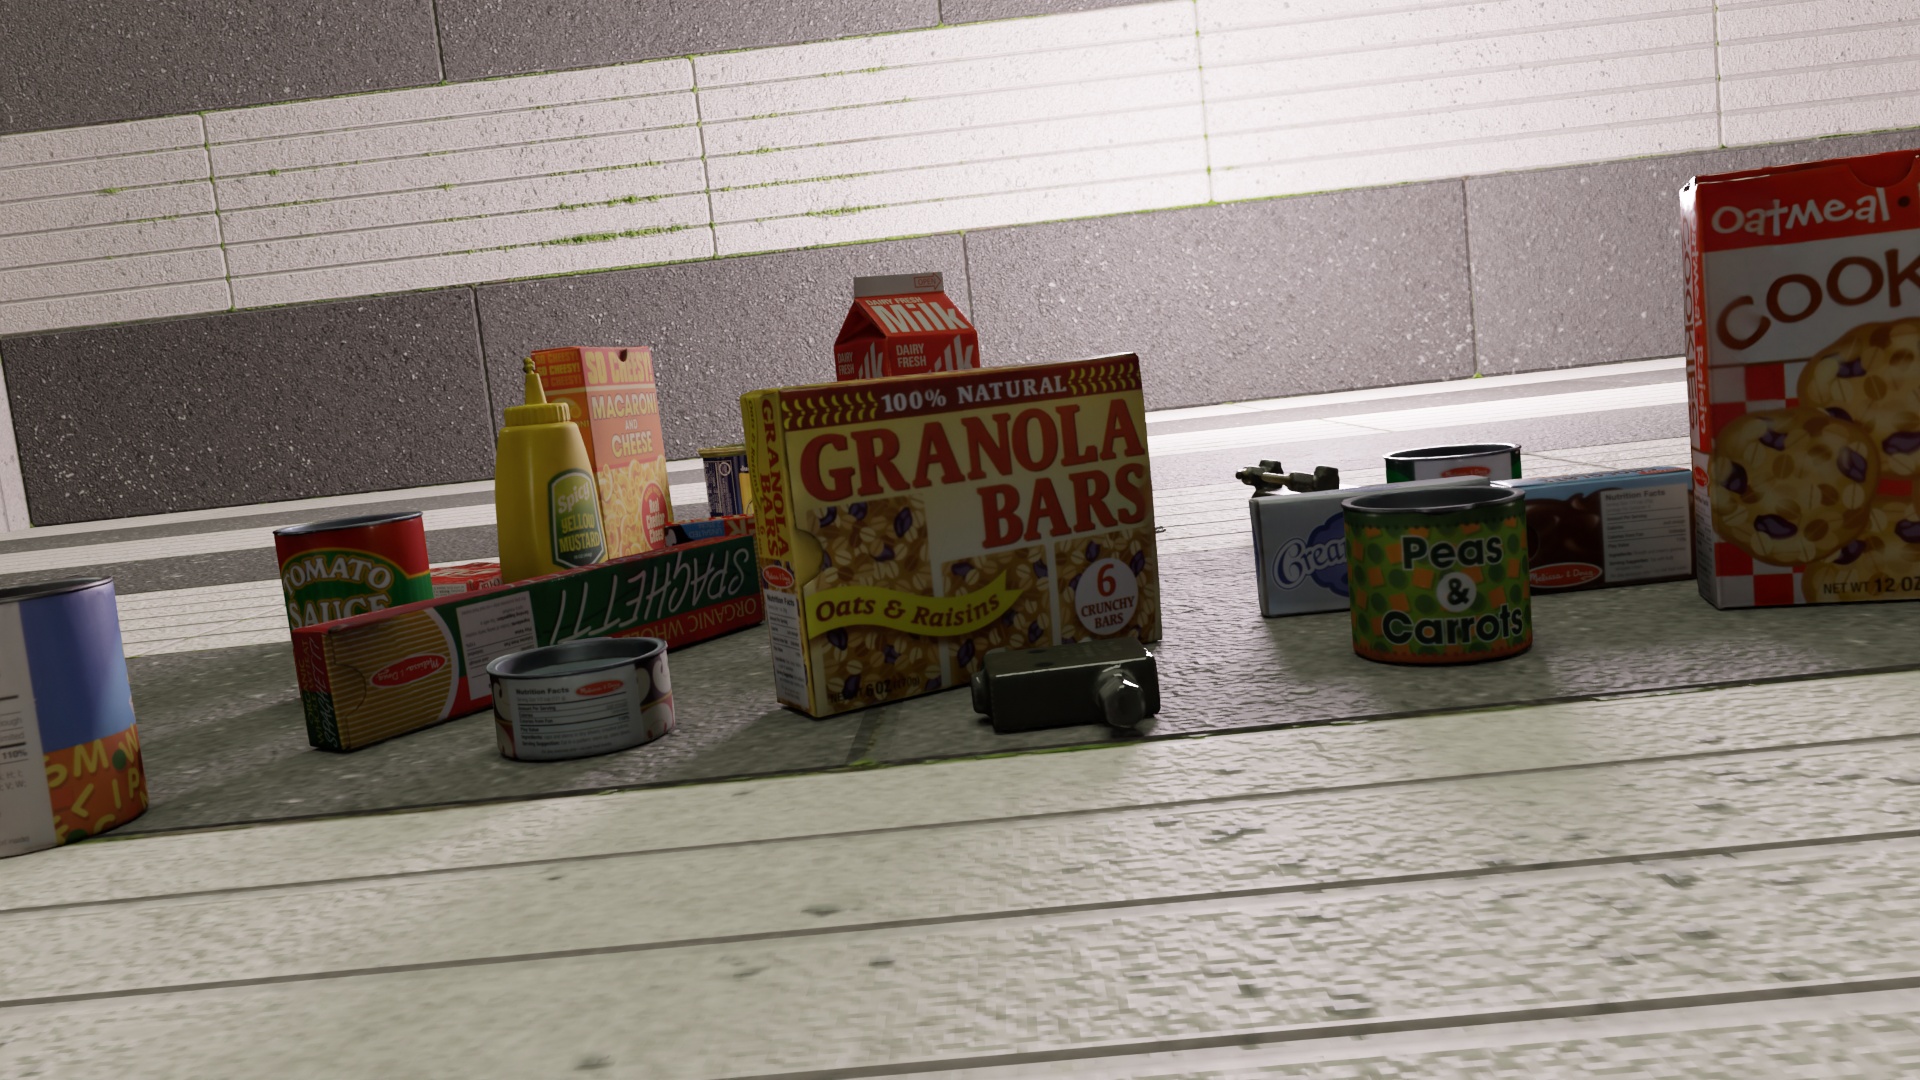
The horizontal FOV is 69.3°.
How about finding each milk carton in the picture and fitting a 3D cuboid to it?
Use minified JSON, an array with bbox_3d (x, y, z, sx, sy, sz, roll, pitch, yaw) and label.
[{"bbox_3d":[-0.032,-0.081,0.922,0.072,0.190,0.073,-10,8,-33],"label":"milk carton"}]

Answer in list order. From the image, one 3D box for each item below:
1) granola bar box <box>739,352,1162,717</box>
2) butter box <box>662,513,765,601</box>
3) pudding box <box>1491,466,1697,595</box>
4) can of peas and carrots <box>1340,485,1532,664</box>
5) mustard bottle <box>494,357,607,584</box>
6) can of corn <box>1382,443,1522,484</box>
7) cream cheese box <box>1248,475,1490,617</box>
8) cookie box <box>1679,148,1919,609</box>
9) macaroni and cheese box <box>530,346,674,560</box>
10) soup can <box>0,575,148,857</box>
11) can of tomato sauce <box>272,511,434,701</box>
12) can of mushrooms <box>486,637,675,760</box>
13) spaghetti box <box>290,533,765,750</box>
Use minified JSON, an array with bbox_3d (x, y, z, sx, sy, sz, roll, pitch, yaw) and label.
[{"bbox_3d":[0.002,-0.007,0.561,0.166,0.124,0.039,-10,7,-29],"label":"granola bar box"},{"bbox_3d":[-0.122,0.010,0.823,0.104,0.053,0.024,-8,7,-13],"label":"butter box"},{"bbox_3d":[0.279,-0.005,0.615,0.084,0.049,0.030,-6,6,0],"label":"pudding box"},{"bbox_3d":[0.179,0.012,0.522,0.071,0.058,0.071,-6,7,1],"label":"can of peas and carrots"},{"bbox_3d":[-0.263,-0.036,0.879,0.049,0.160,0.065,-3,7,27],"label":"mustard bottle"},{"bbox_3d":[0.251,-0.017,0.705,0.071,0.058,0.071,-6,7,1],"label":"can of corn"},{"bbox_3d":[0.183,0.002,0.620,0.104,0.053,0.024,-6,6,4],"label":"cream cheese box"},{"bbox_3d":[0.348,-0.061,0.529,0.123,0.167,0.040,-4,7,17],"label":"cookie box"},{"bbox_3d":[-0.249,-0.054,0.989,0.040,0.166,0.124,-5,7,10],"label":"macaroni and cheese box"},{"bbox_3d":[-0.319,0.058,0.474,0.071,0.083,0.071,-6,7,1],"label":"soup can"},{"bbox_3d":[-0.287,0.032,0.663,0.071,0.083,0.071,-6,7,1],"label":"can of tomato sauce"},{"bbox_3d":[-0.142,0.058,0.526,0.071,0.033,0.071,-6,7,1],"label":"can of mushrooms"},{"bbox_3d":[-0.184,0.040,0.646,0.028,0.050,0.251,-2,8,34],"label":"spaghetti box"}]
